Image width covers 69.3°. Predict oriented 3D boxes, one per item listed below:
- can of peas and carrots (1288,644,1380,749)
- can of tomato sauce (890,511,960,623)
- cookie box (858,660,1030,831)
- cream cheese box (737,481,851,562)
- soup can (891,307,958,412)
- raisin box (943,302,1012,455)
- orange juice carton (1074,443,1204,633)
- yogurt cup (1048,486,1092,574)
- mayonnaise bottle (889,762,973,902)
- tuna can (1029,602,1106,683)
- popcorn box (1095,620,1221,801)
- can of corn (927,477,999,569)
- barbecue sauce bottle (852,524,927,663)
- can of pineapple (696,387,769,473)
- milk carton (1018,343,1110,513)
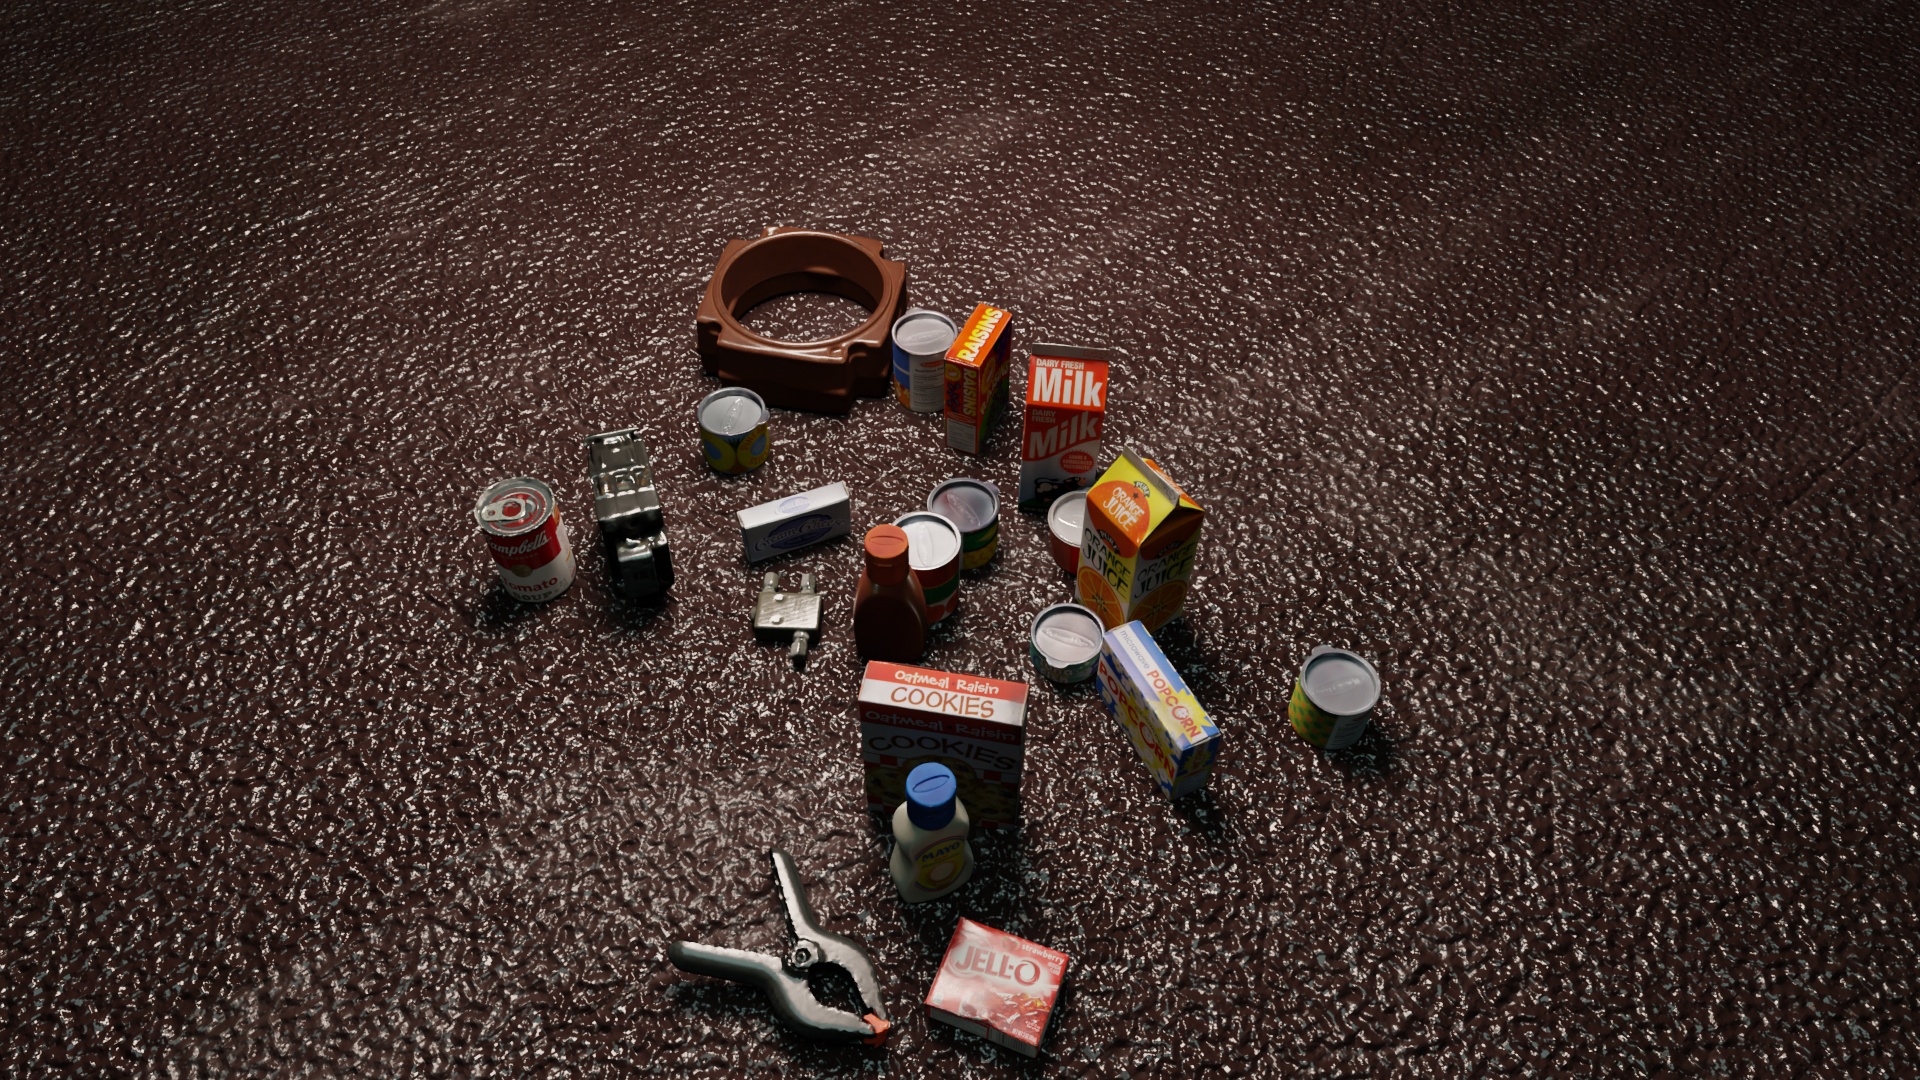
[{"bbox_3d":[0.314,0.133,1.176,0.071,0.058,0.071,0,51,0],"label":"can of peas and carrots"},{"bbox_3d":[-0.035,0.026,1.243,0.071,0.082,0.071,0,51,0],"label":"can of tomato sauce"},{"bbox_3d":[-0.013,0.161,1.078,0.123,0.166,0.040,8,51,6],"label":"cookie box"},{"bbox_3d":[-0.154,-0.017,1.296,0.104,0.053,0.024,-17,53,-14],"label":"cream cheese box"},{"bbox_3d":[-0.036,-0.184,1.415,0.071,0.083,0.072,0,51,0],"label":"soup can"},{"bbox_3d":[0.017,-0.158,1.370,0.040,0.122,0.086,20,53,15],"label":"raisin box"},{"bbox_3d":[0.154,0.002,1.196,0.073,0.191,0.072,-27,56,-21],"label":"orange juice carton"},{"bbox_3d":[0.114,-0.005,1.290,0.072,0.053,0.073,0,51,0],"label":"yogurt cup"},{"bbox_3d":[-0.022,0.220,1.043,0.065,0.147,0.041,-18,53,-15],"label":"mayonnaise bottle"},{"bbox_3d":[0.093,0.092,1.223,0.071,0.032,0.071,0,51,0],"label":"tuna can"},{"bbox_3d":[0.161,0.140,1.151,0.038,0.084,0.127,-21,54,-17],"label":"popcorn box"},{"bbox_3d":[0.005,-0.016,1.295,0.071,0.058,0.071,0,51,0],"label":"can of corn"},{"bbox_3d":[-0.061,0.047,1.184,0.065,0.147,0.044,4,51,2],"label":"barbecue sauce bottle"},{"bbox_3d":[-0.221,-0.107,1.366,0.071,0.057,0.071,0,51,0],"label":"can of pineapple"},{"bbox_3d":[0.095,-0.111,1.289,0.072,0.189,0.074,5,51,3],"label":"milk carton"}]
